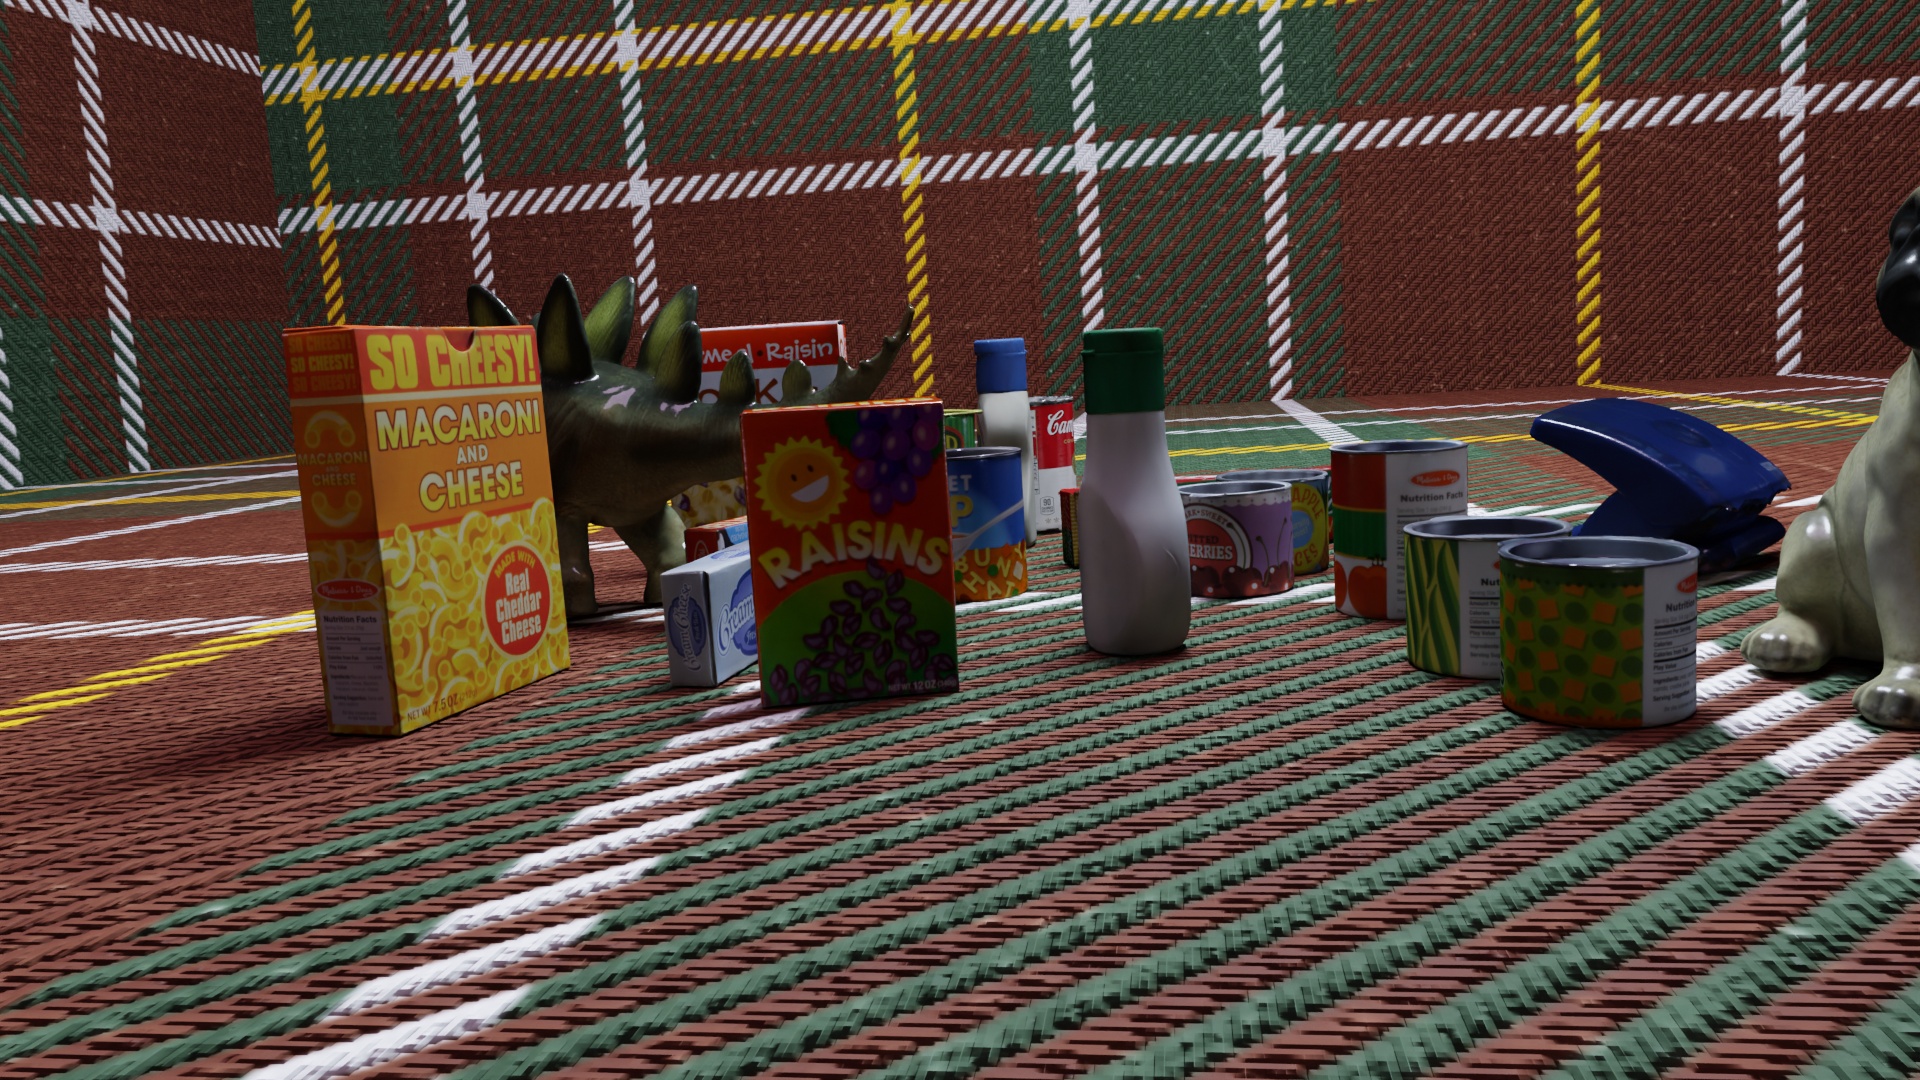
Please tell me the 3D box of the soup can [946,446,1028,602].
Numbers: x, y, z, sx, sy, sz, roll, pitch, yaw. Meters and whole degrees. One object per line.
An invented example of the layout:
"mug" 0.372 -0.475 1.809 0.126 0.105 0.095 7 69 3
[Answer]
"soup can" 0.003 -0.010 0.810 0.071 0.083 0.071 -3 7 1

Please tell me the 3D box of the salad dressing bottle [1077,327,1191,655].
"salad dressing bottle" 0.078 -0.023 0.640 0.044 0.147 0.064 -6 8 -22

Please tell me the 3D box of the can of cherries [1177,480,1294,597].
"can of cherries" 0.151 -0.001 0.776 0.071 0.058 0.071 -3 8 1

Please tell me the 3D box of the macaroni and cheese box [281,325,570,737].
"macaroni and cheese box" -0.229 -0.011 0.613 0.040 0.166 0.124 -1 8 18

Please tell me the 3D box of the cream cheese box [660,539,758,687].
"cream cheese box" -0.108 0.032 0.662 0.024 0.053 0.104 -2 8 14

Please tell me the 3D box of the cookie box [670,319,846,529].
"cookie box" -0.136 -0.063 0.948 0.123 0.167 0.040 -3 7 1

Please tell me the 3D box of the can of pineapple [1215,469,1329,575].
"can of pineapple" 0.188 -0.011 0.834 0.071 0.057 0.071 -3 8 1

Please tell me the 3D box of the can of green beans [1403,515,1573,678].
"can of green beans" 0.219 0.022 0.578 0.071 0.057 0.071 -3 8 1

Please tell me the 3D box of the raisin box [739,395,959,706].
"raisin box" -0.046 0.003 0.588 0.086 0.123 0.040 -4 7 -7

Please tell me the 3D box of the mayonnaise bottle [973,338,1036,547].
"mayonnaise bottle" 0.031 -0.070 0.999 0.041 0.147 0.065 -4 7 -2

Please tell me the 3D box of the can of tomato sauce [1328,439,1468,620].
"can of tomato sauce" 0.220 -0.007 0.698 0.071 0.083 0.071 -3 7 1

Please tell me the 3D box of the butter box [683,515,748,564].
"butter box" -0.123 0.013 0.811 0.024 0.053 0.104 0 8 22

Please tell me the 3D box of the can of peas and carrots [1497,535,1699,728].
"can of peas and carrots" 0.229 0.031 0.505 0.071 0.058 0.071 -3 8 1

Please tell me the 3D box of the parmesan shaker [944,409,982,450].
"parmesan shaker" -0.018 -0.033 0.910 0.071 0.103 0.071 -3 7 1

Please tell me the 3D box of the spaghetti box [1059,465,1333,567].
"spaghetti box" 0.187 -0.019 0.918 0.250 0.050 0.029 -5 8 -15
